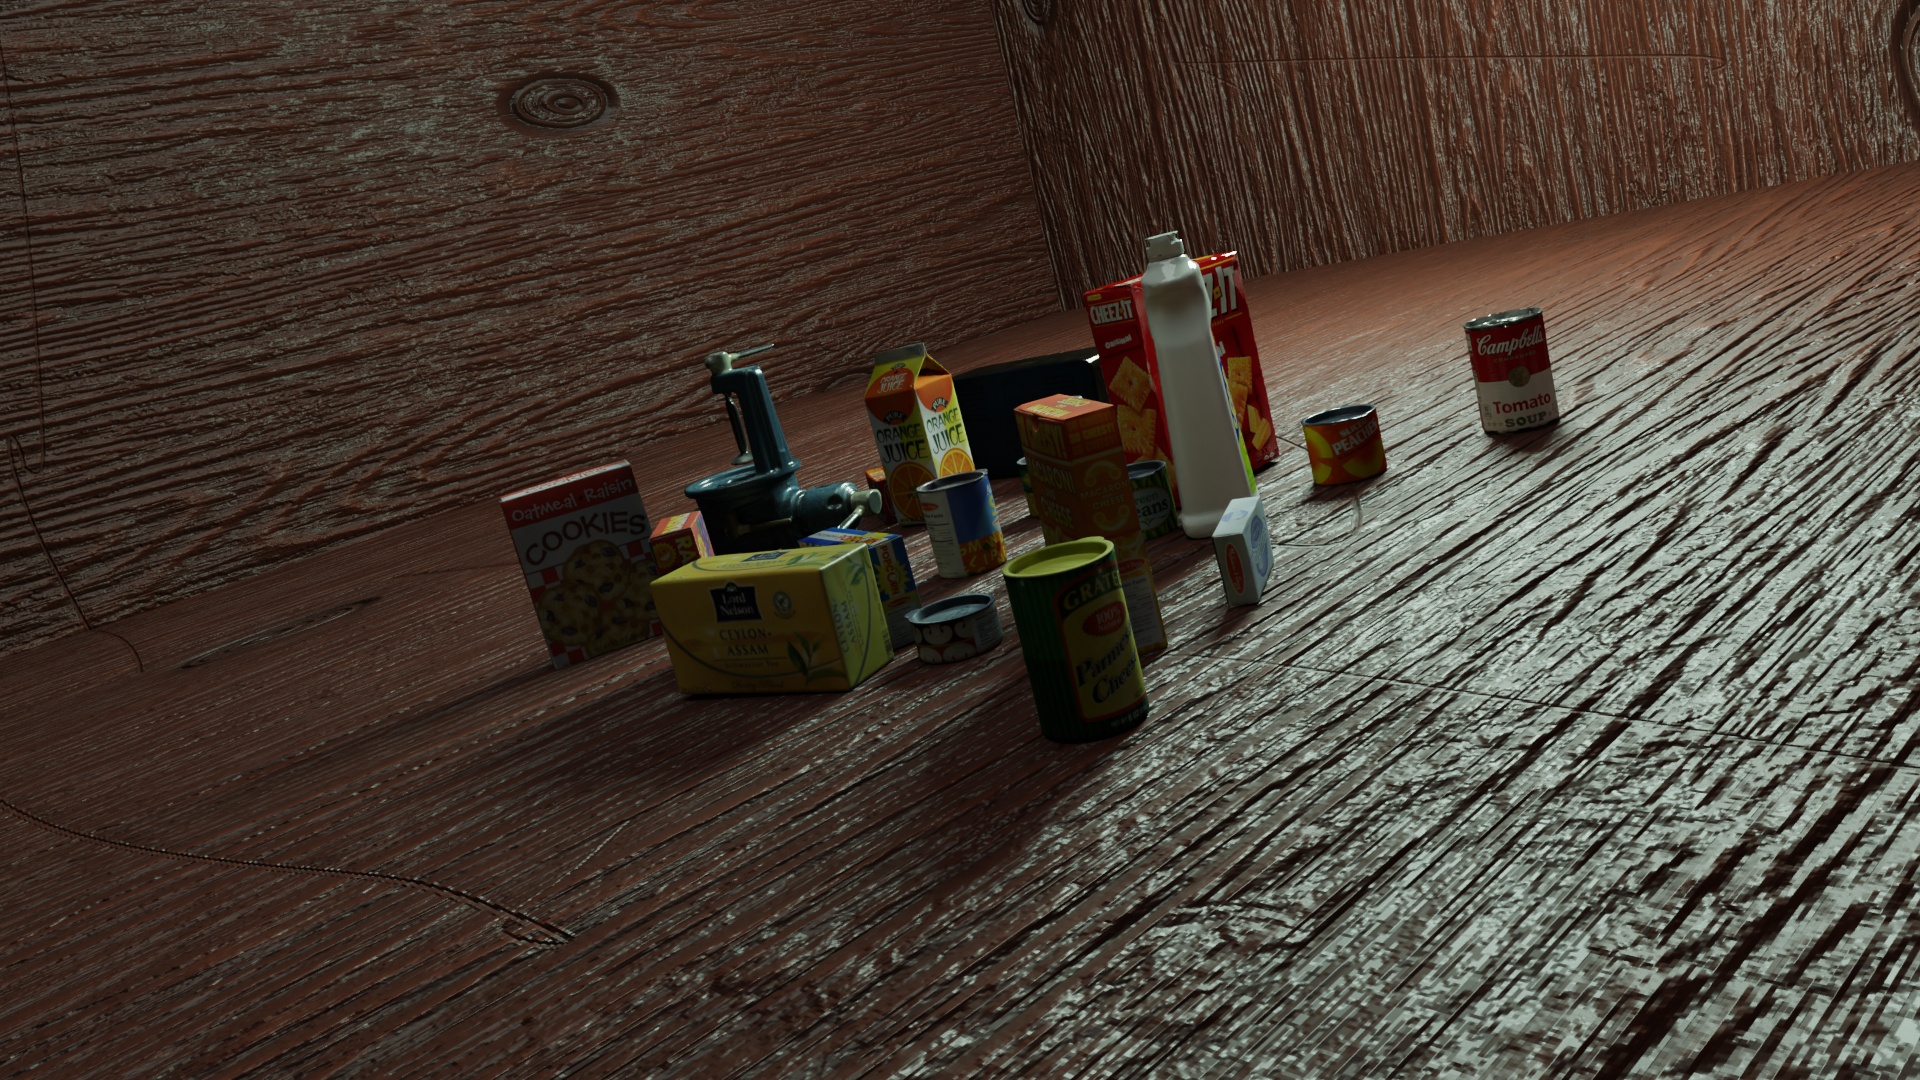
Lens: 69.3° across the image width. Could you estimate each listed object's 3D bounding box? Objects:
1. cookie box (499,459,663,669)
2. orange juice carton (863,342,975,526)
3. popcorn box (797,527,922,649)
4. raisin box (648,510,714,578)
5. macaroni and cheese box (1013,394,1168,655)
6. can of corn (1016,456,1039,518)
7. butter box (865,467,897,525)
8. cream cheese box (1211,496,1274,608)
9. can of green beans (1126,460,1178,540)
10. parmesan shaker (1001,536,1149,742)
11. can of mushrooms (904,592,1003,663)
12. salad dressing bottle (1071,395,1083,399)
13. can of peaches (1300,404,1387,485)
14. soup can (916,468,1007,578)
[{"bbox_3d":[-0.349,0.021,1.312,0.123,0.167,0.040,-19,12,-19],"label":"cookie box"},{"bbox_3d":[-0.045,-0.118,1.523,0.071,0.192,0.073,-6,14,36],"label":"orange juice carton"},{"bbox_3d":[-0.080,0.037,1.122,0.038,0.085,0.126,-21,13,-28],"label":"popcorn box"},{"bbox_3d":[-0.223,0.043,1.169,0.040,0.123,0.086,-15,12,-2],"label":"raisin box"},{"bbox_3d":[0.087,-0.013,0.956,0.040,0.166,0.124,-17,12,-10],"label":"macaroni and cheese box"},{"bbox_3d":[0.097,-0.060,1.413,0.071,0.058,0.071,-14,12,3],"label":"can of corn"},{"bbox_3d":[-0.088,-0.053,1.614,0.024,0.053,0.103,-16,12,-7],"label":"butter box"},{"bbox_3d":[0.204,0.006,1.001,0.024,0.053,0.104,-10,13,22],"label":"cream cheese box"},{"bbox_3d":[0.156,-0.034,1.232,0.071,0.057,0.071,-14,12,3],"label":"can of green beans"},{"bbox_3d":[0.070,0.057,0.812,0.071,0.103,0.071,-14,12,3],"label":"parmesan shaker"},{"bbox_3d":[-0.005,0.065,1.031,0.071,0.033,0.071,-14,12,3],"label":"can of mushrooms"},{"bbox_3d":[0.098,-0.041,1.117,0.064,0.147,0.044,-14,12,2],"label":"salad dressing bottle"},{"bbox_3d":[0.344,-0.085,1.241,0.071,0.058,0.071,-14,12,3],"label":"can of peaches"},{"bbox_3d":[0.005,-0.016,1.264,0.071,0.083,0.071,-14,12,3],"label":"soup can"}]
